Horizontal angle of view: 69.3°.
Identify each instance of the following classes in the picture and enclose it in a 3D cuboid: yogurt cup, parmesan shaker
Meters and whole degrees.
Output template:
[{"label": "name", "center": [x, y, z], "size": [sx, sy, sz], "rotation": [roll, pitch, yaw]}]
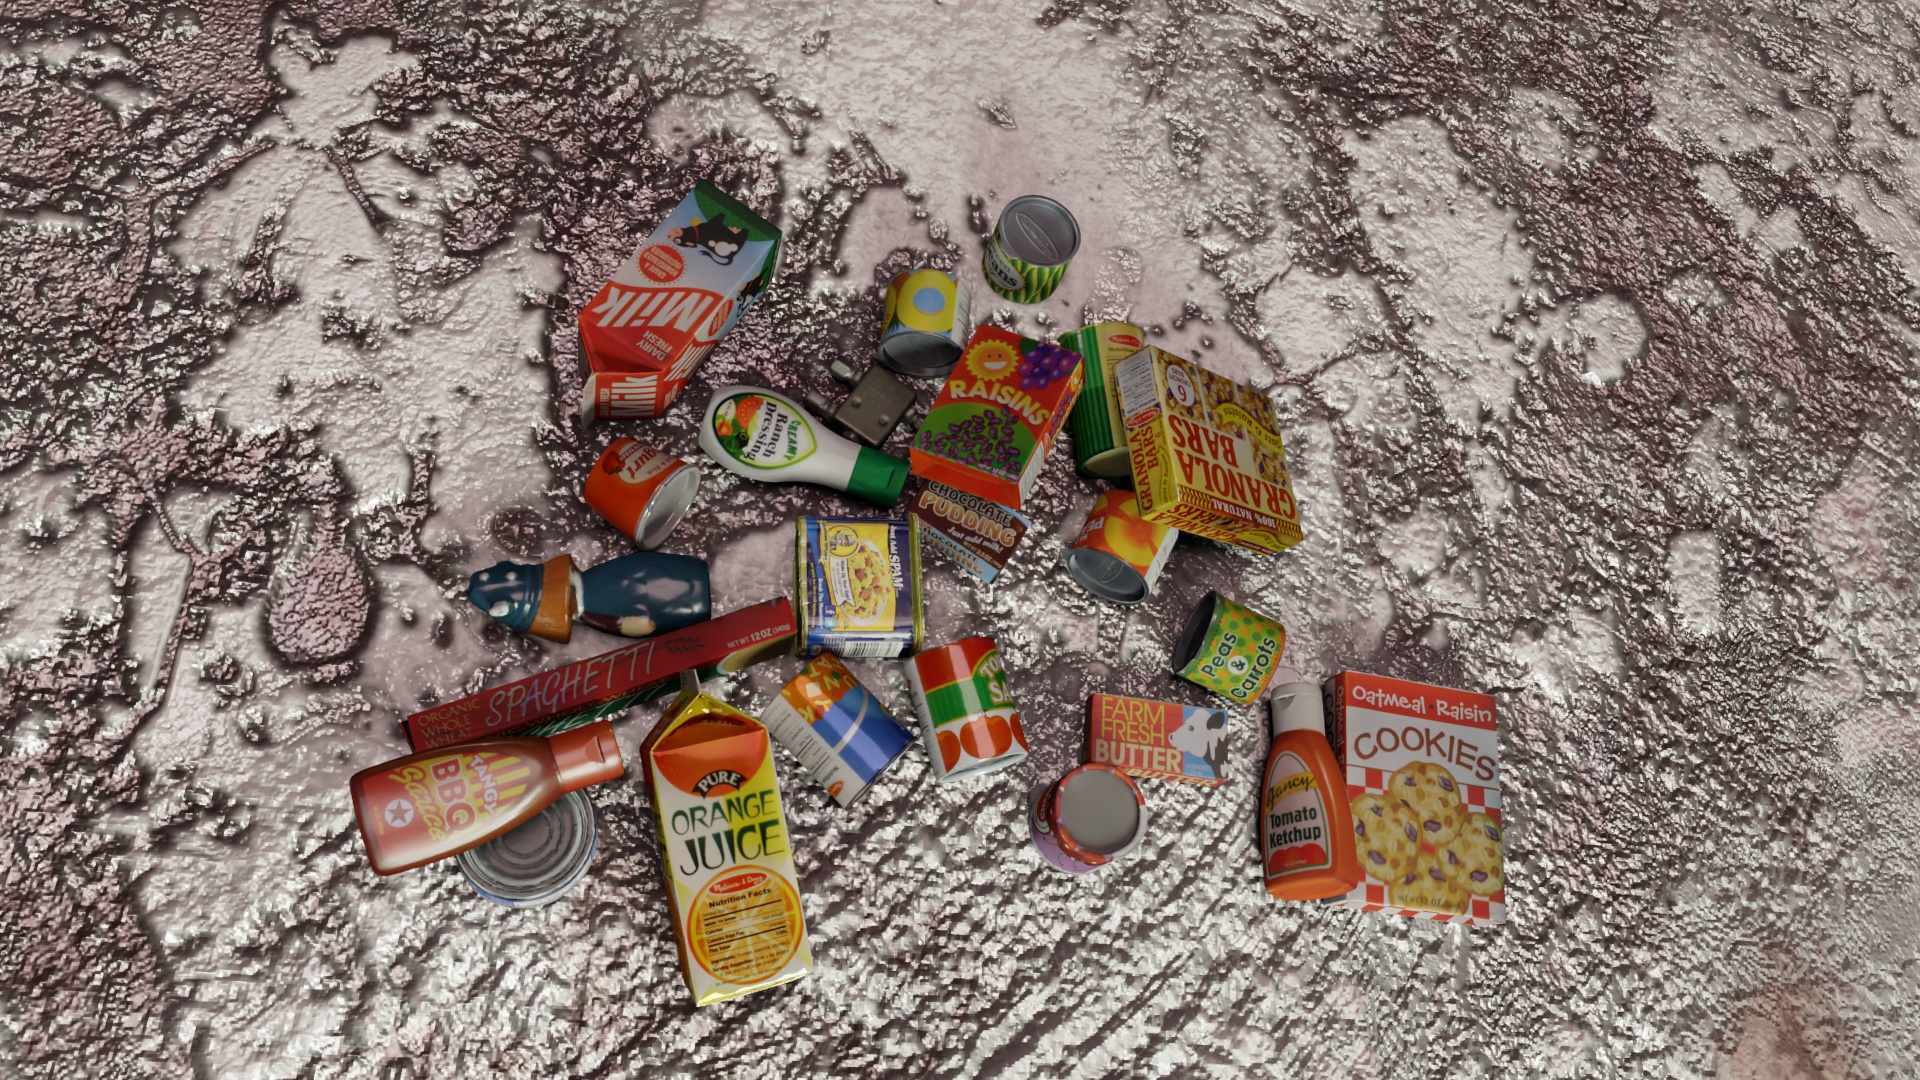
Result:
[{"label": "yogurt cup", "center": [-0.218, -0.034, 0.945], "size": [0.054, 0.072, 0.073], "rotation": [31, 64, 8]}, {"label": "parmesan shaker", "center": [0.112, -0.106, 1.058], "size": [0.071, 0.071, 0.103], "rotation": [-1, 69, -15]}]

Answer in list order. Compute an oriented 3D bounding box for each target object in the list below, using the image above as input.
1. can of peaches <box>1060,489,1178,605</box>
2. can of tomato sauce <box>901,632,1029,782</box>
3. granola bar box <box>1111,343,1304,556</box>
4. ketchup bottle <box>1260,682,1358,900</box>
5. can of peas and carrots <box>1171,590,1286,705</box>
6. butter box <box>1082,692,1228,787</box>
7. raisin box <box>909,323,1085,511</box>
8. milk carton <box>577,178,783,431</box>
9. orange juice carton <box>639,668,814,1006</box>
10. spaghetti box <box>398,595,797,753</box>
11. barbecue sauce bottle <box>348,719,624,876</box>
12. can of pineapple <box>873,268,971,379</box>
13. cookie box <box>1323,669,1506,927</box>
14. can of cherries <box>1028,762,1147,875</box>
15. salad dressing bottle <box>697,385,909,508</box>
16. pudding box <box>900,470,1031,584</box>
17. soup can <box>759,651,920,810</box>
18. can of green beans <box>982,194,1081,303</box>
[{"label": "can of peaches", "center": [0.116, 0.003, 1.013], "size": [0.071, 0.071, 0.058], "rotation": [31, 64, 0]}, {"label": "can of tomato sauce", "center": [0.005, 0.113, 0.938], "size": [0.071, 0.071, 0.083], "rotation": [-12, 72, -19]}, {"label": "granola bar box", "center": [0.185, -0.064, 1.030], "size": [0.165, 0.039, 0.124], "rotation": [14, 60, -44]}, {"label": "ketchup bottle", "center": [0.242, 0.175, 0.980], "size": [0.043, 0.064, 0.149], "rotation": [31, 50, -38]}, {"label": "can of peas and carrots", "center": [0.194, 0.078, 1.000], "size": [0.059, 0.070, 0.071], "rotation": [25, 64, -4]}, {"label": "butter box", "center": [0.138, 0.141, 0.985], "size": [0.103, 0.024, 0.053], "rotation": [9, 66, -11]}, {"label": "raisin box", "center": [0.029, -0.091, 1.003], "size": [0.086, 0.040, 0.124], "rotation": [19, 62, 17]}, {"label": "milk carton", "center": [-0.212, -0.160, 0.993], "size": [0.073, 0.072, 0.191], "rotation": [33, 64, 0]}, {"label": "orange juice carton", "center": [-0.148, 0.172, 0.846], "size": [0.073, 0.071, 0.192], "rotation": [-11, 86, -18]}, {"label": "spaghetti box", "center": [-0.227, 0.092, 0.897], "size": [0.251, 0.050, 0.029], "rotation": [-18, 73, -20]}, {"label": "barbecue sauce bottle", "center": [-0.278, 0.146, 0.825], "size": [0.149, 0.043, 0.065], "rotation": [-16, 80, -21]}, {"label": "can of pineapple", "center": [-0.028, -0.163, 1.046], "size": [0.071, 0.070, 0.058], "rotation": [10, 66, -10]}, {"label": "cookie box", "center": [0.327, 0.186, 1.007], "size": [0.123, 0.040, 0.168], "rotation": [11, 67, -10]}, {"label": "can of cherries", "center": [0.083, 0.186, 0.933], "size": [0.071, 0.058, 0.072], "rotation": [5, 67, -13]}, {"label": "salad dressing bottle", "center": [-0.111, -0.064, 0.994], "size": [0.148, 0.044, 0.064], "rotation": [20, 81, -6]}, {"label": "pudding box", "center": [0.004, -0.013, 1.011], "size": [0.084, 0.030, 0.050], "rotation": [34, 63, 1]}, {"label": "soup can", "center": [-0.079, 0.123, 0.914], "size": [0.084, 0.071, 0.071], "rotation": [45, 65, 6]}, {"label": "can of green beans", "center": [0.055, -0.229, 1.099], "size": [0.071, 0.057, 0.071], "rotation": [5, 67, -13]}]
